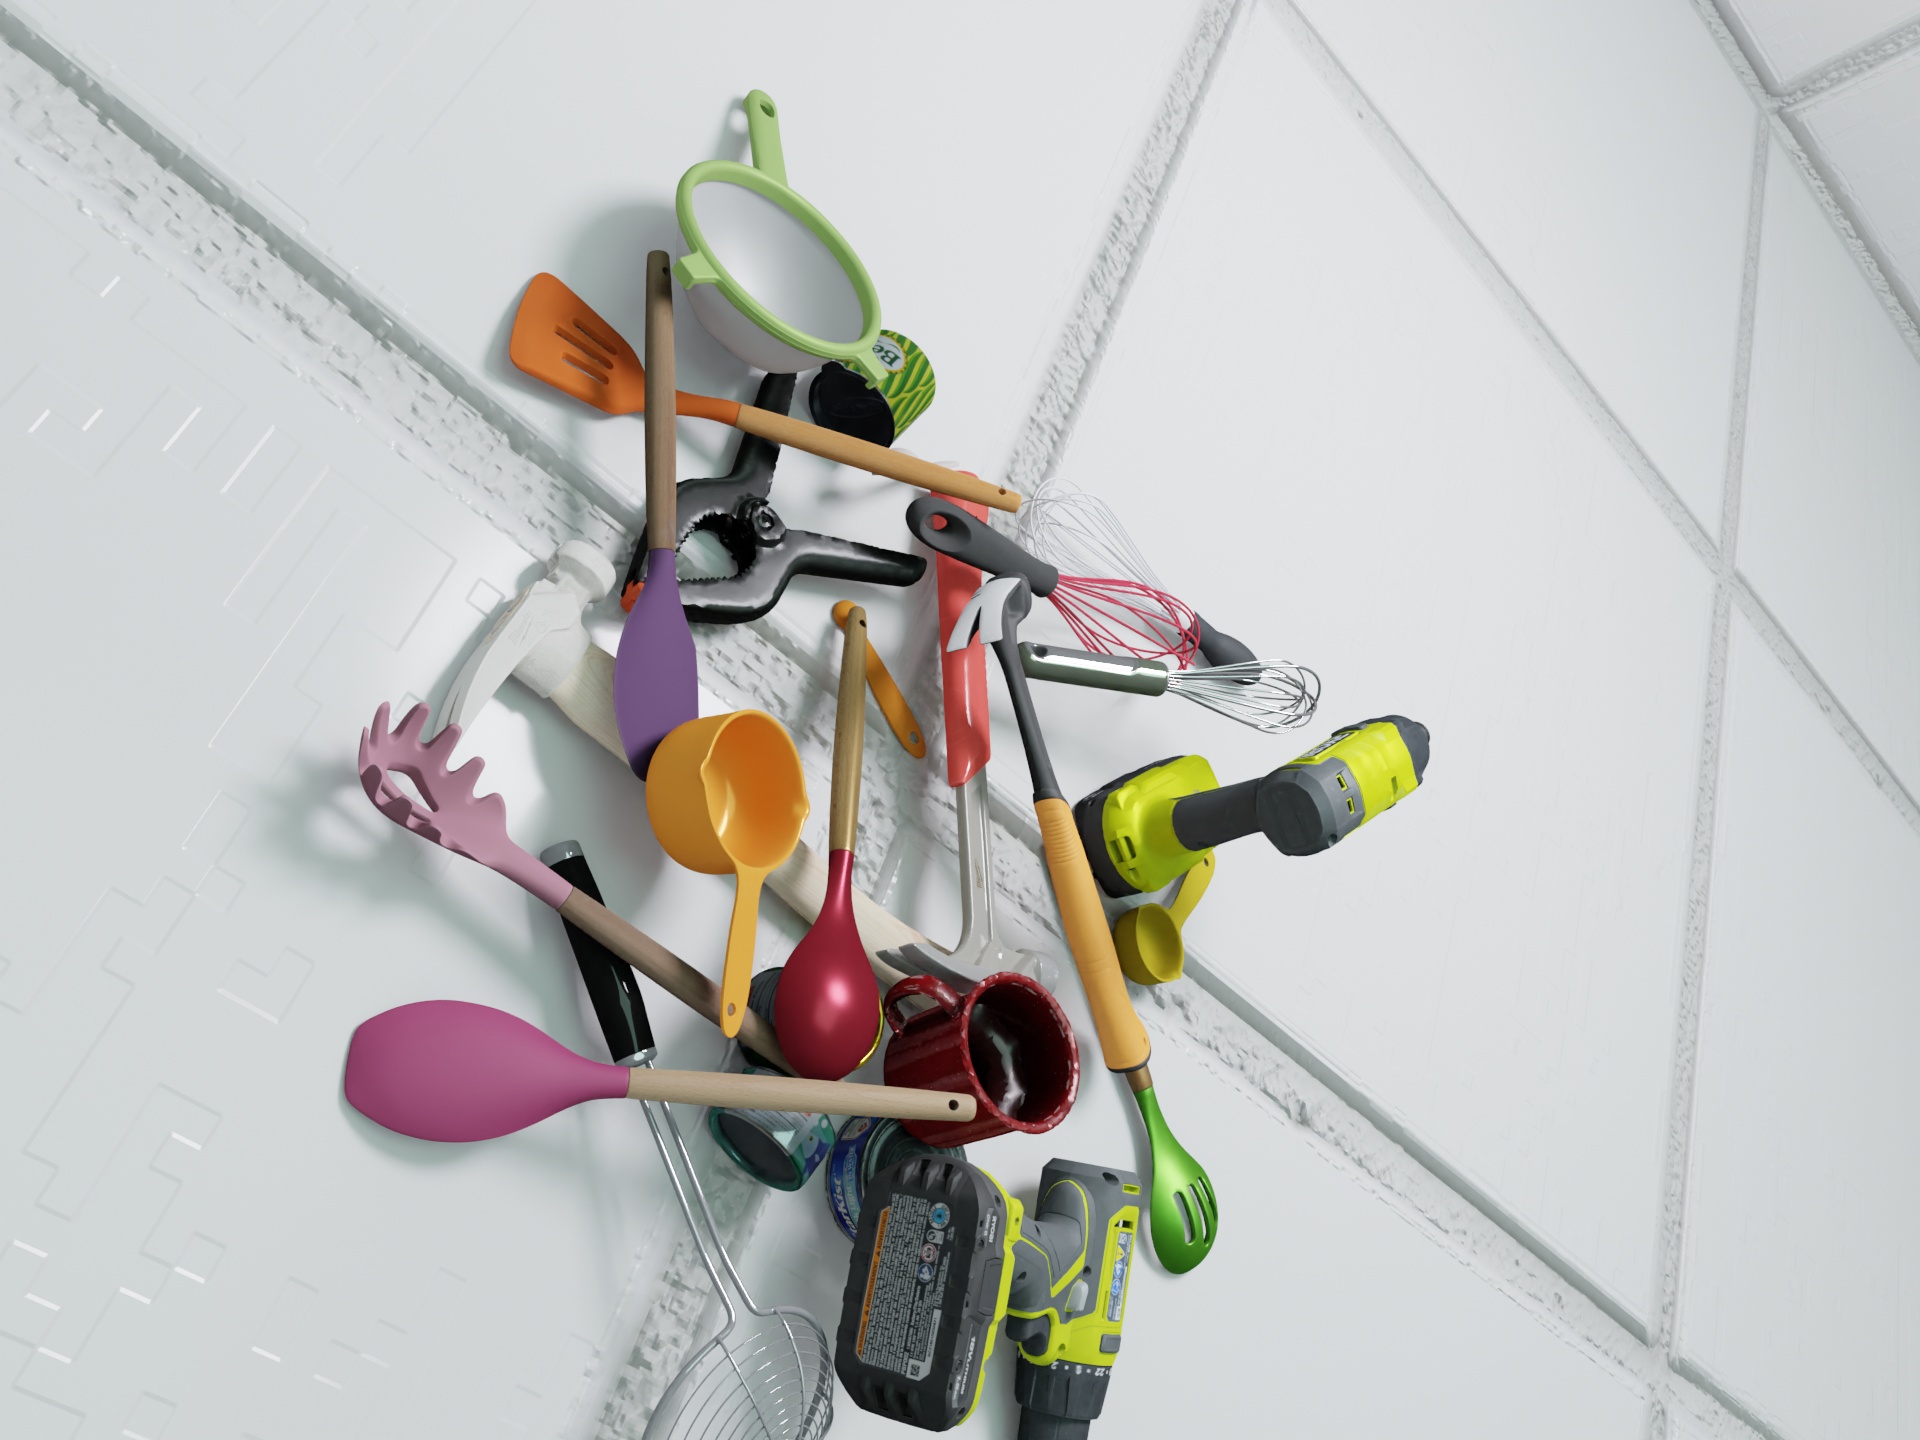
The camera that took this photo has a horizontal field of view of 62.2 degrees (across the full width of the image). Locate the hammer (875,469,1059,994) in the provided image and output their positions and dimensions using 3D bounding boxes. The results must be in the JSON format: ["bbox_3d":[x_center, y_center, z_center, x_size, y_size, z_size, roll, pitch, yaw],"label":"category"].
[{"bbox_3d":[-0.002,-0.003,1.028,0.149,0.037,0.359,24,55,-48],"label":"hammer"}]

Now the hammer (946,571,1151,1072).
[{"bbox_3d":[0.064,0.078,1.013,0.127,0.034,0.336,-60,134,-68],"label":"hammer"}]

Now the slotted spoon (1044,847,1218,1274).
[{"bbox_3d":[0.116,0.230,1.099,0.070,0.031,0.314,-19,88,-44],"label":"slotted spoon"}]

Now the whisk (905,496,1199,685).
[{"bbox_3d":[0.071,-0.087,1.088,0.295,0.073,0.073,24,62,-41],"label":"whisk"}]

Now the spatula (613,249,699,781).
[{"bbox_3d":[-0.171,-0.120,0.898,0.059,0.018,0.316,12,71,-48],"label":"spatula"}]

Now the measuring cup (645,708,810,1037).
[{"bbox_3d":[-0.132,0.081,0.849,0.095,0.052,0.174,27,63,-55],"label":"measuring cup"}]

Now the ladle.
[{"bbox_3d":[-0.068,0.058,0.930,0.069,0.031,0.316,29,46,-33],"label":"ladle"}]

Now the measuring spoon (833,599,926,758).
[{"bbox_3d":[-0.050,-0.027,1.039,0.021,0.011,0.117,-35,101,-42],"label":"measuring spoon"}]

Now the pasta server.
[{"bbox_3d":[-0.178,0.103,0.819,0.316,0.040,0.060,40,33,-18],"label":"pasta server"}]

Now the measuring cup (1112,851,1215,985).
[{"bbox_3d":[0.152,0.139,1.167,0.062,0.029,0.156,60,36,-11],"label":"measuring cup"}]

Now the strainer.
[{"bbox_3d":[-0.134,-0.310,1.018,0.151,0.069,0.257,22,43,-36],"label":"strainer"}]

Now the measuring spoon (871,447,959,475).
[{"bbox_3d":[-0.026,-0.176,1.071,0.124,0.034,0.018,-29,116,-68],"label":"measuring spoon"}]

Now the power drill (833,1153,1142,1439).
[{"bbox_3d":[0.027,0.346,0.919,0.228,0.080,0.191,32,64,-53],"label":"power drill"}]

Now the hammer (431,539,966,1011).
[{"bbox_3d":[-0.115,0.083,0.931,0.410,0.038,0.146,44,54,-24],"label":"hammer"}]

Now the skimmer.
[{"bbox_3d":[-0.164,0.244,0.842,0.127,0.090,0.363,-13,76,-46],"label":"skimmer"}]

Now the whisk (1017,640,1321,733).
[{"bbox_3d":[0.145,-0.028,1.099,0.246,0.059,0.058,7,39,-24],"label":"whisk"}]

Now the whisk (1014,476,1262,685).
[{"bbox_3d":[0.146,-0.095,1.206,0.284,0.070,0.070,32,58,-37],"label":"whisk"}]

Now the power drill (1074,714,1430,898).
[{"bbox_3d":[0.204,0.053,1.096,0.171,0.223,0.080,-24,94,-43],"label":"power drill"}]

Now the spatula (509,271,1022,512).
[{"bbox_3d":[-0.110,-0.184,0.968,0.322,0.041,0.081,16,53,-14],"label":"spatula"}]

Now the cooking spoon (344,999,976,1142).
[{"bbox_3d":[-0.144,0.186,0.809,0.318,0.017,0.069,8,67,-17],"label":"cooking spoon"}]
